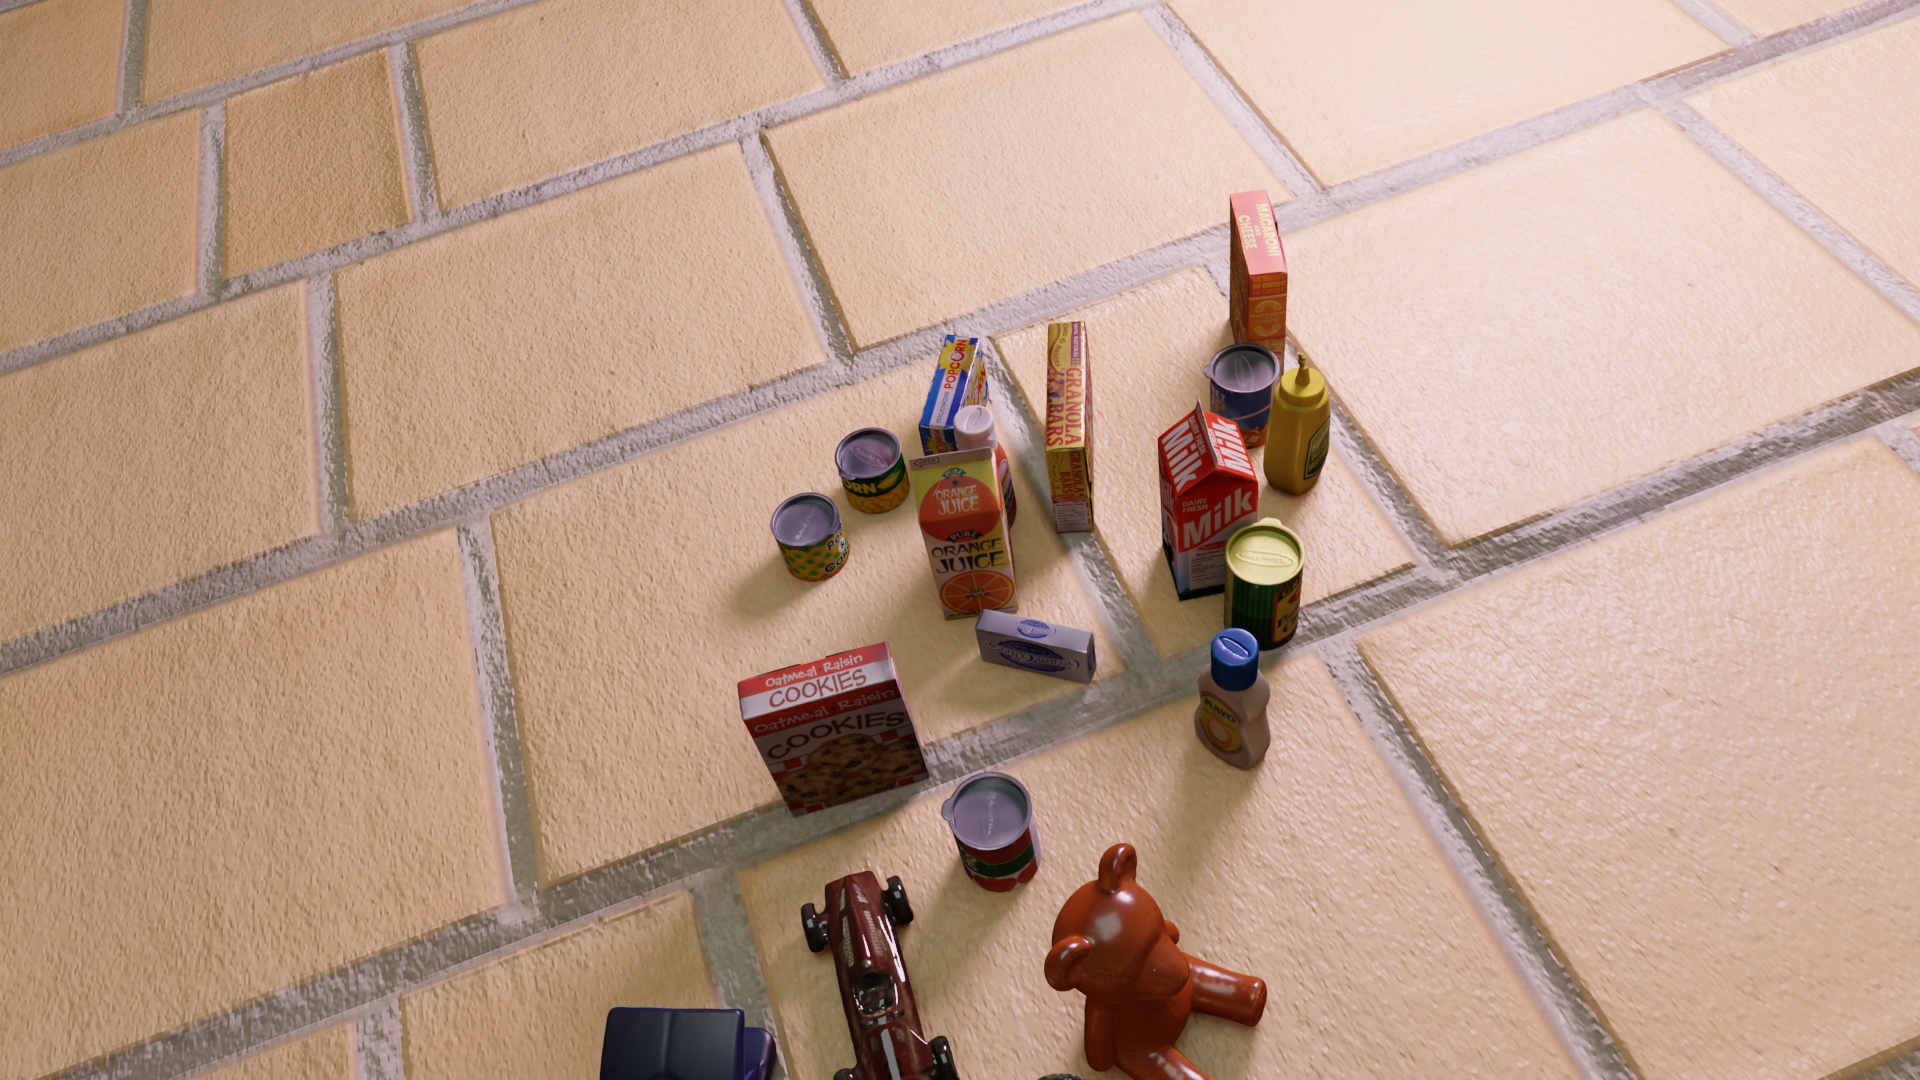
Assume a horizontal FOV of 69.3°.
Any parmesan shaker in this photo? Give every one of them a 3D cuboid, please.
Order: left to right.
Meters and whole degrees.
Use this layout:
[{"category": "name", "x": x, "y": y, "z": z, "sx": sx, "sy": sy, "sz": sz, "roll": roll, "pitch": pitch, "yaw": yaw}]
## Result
[{"category": "parmesan shaker", "x": 0.262, "y": 0.039, "z": 1.202, "sx": 0.071, "sy": 0.102, "sz": 0.072, "roll": -5, "pitch": 52, "yaw": 6}]

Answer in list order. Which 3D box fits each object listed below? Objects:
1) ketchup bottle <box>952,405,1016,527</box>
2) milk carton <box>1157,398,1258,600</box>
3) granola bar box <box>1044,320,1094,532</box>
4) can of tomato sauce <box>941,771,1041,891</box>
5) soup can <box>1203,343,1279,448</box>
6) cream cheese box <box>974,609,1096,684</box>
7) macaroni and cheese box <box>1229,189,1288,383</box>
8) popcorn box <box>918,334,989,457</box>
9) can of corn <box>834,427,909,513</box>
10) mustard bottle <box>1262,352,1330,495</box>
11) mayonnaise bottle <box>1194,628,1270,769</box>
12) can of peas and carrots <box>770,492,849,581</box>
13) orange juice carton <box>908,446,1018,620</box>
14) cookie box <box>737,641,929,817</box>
[{"category": "ketchup bottle", "x": 0.020, "y": -0.064, "z": 1.296, "sx": 0.043, "sy": 0.148, "sz": 0.065, "roll": 14, "pitch": 56, "yaw": 20}, {"category": "milk carton", "x": 0.216, "y": -0.035, "z": 1.213, "sx": 0.073, "sy": 0.189, "sz": 0.073, "roll": -11, "pitch": 51, "yaw": 2}, {"category": "granola bar box", "x": 0.106, "y": -0.109, "z": 1.332, "sx": 0.039, "sy": 0.123, "sz": 0.166, "roll": -3, "pitch": 52, "yaw": 8}, {"category": "can of tomato sauce", "x": 0.026, "y": 0.233, "z": 1.104, "sx": 0.071, "sy": 0.082, "sz": 0.071, "roll": -5, "pitch": 52, "yaw": 6}, {"category": "soup can", "x": 0.273, "y": -0.140, "z": 1.352, "sx": 0.071, "sy": 0.083, "sz": 0.072, "roll": -5, "pitch": 52, "yaw": 6}, {"category": "cream cheese box", "x": 0.067, "y": 0.094, "z": 1.225, "sx": 0.104, "sy": 0.053, "sz": 0.024, "roll": 11, "pitch": 55, "yaw": 18}, {"category": "macaroni and cheese box", "x": 0.294, "y": -0.243, "z": 1.377, "sx": 0.040, "sy": 0.165, "sz": 0.124, "roll": -6, "pitch": 52, "yaw": 5}, {"category": "popcorn box", "x": -0.006, "y": -0.132, "z": 1.395, "sx": 0.038, "sy": 0.084, "sz": 0.127, "roll": 5, "pitch": 53, "yaw": 14}, {"category": "can of corn", "x": -0.088, "y": -0.067, "z": 1.375, "sx": 0.071, "sy": 0.058, "sz": 0.071, "roll": -5, "pitch": 52, "yaw": 6}, {"category": "mustard bottle", "x": 0.311, "y": -0.110, "z": 1.274, "sx": 0.049, "sy": 0.159, "sz": 0.065, "roll": 27, "pitch": 62, "yaw": 27}, {"category": "mayonnaise bottle", "x": 0.218, "y": 0.125, "z": 1.113, "sx": 0.065, "sy": 0.147, "sz": 0.041, "roll": 35, "pitch": 65, "yaw": 31}, {"category": "can of peas and carrots", "x": -0.141, "y": -0.003, "z": 1.334, "sx": 0.071, "sy": 0.058, "sz": 0.071, "roll": -5, "pitch": 52, "yaw": 6}, {"category": "orange juice carton", "x": 0.004, "y": -0.015, "z": 1.233, "sx": 0.072, "sy": 0.191, "sz": 0.073, "roll": -8, "pitch": 52, "yaw": 4}, {"category": "cookie box", "x": -0.100, "y": 0.156, "z": 1.133, "sx": 0.123, "sy": 0.166, "sz": 0.040, "roll": -16, "pitch": 51, "yaw": -2}]
